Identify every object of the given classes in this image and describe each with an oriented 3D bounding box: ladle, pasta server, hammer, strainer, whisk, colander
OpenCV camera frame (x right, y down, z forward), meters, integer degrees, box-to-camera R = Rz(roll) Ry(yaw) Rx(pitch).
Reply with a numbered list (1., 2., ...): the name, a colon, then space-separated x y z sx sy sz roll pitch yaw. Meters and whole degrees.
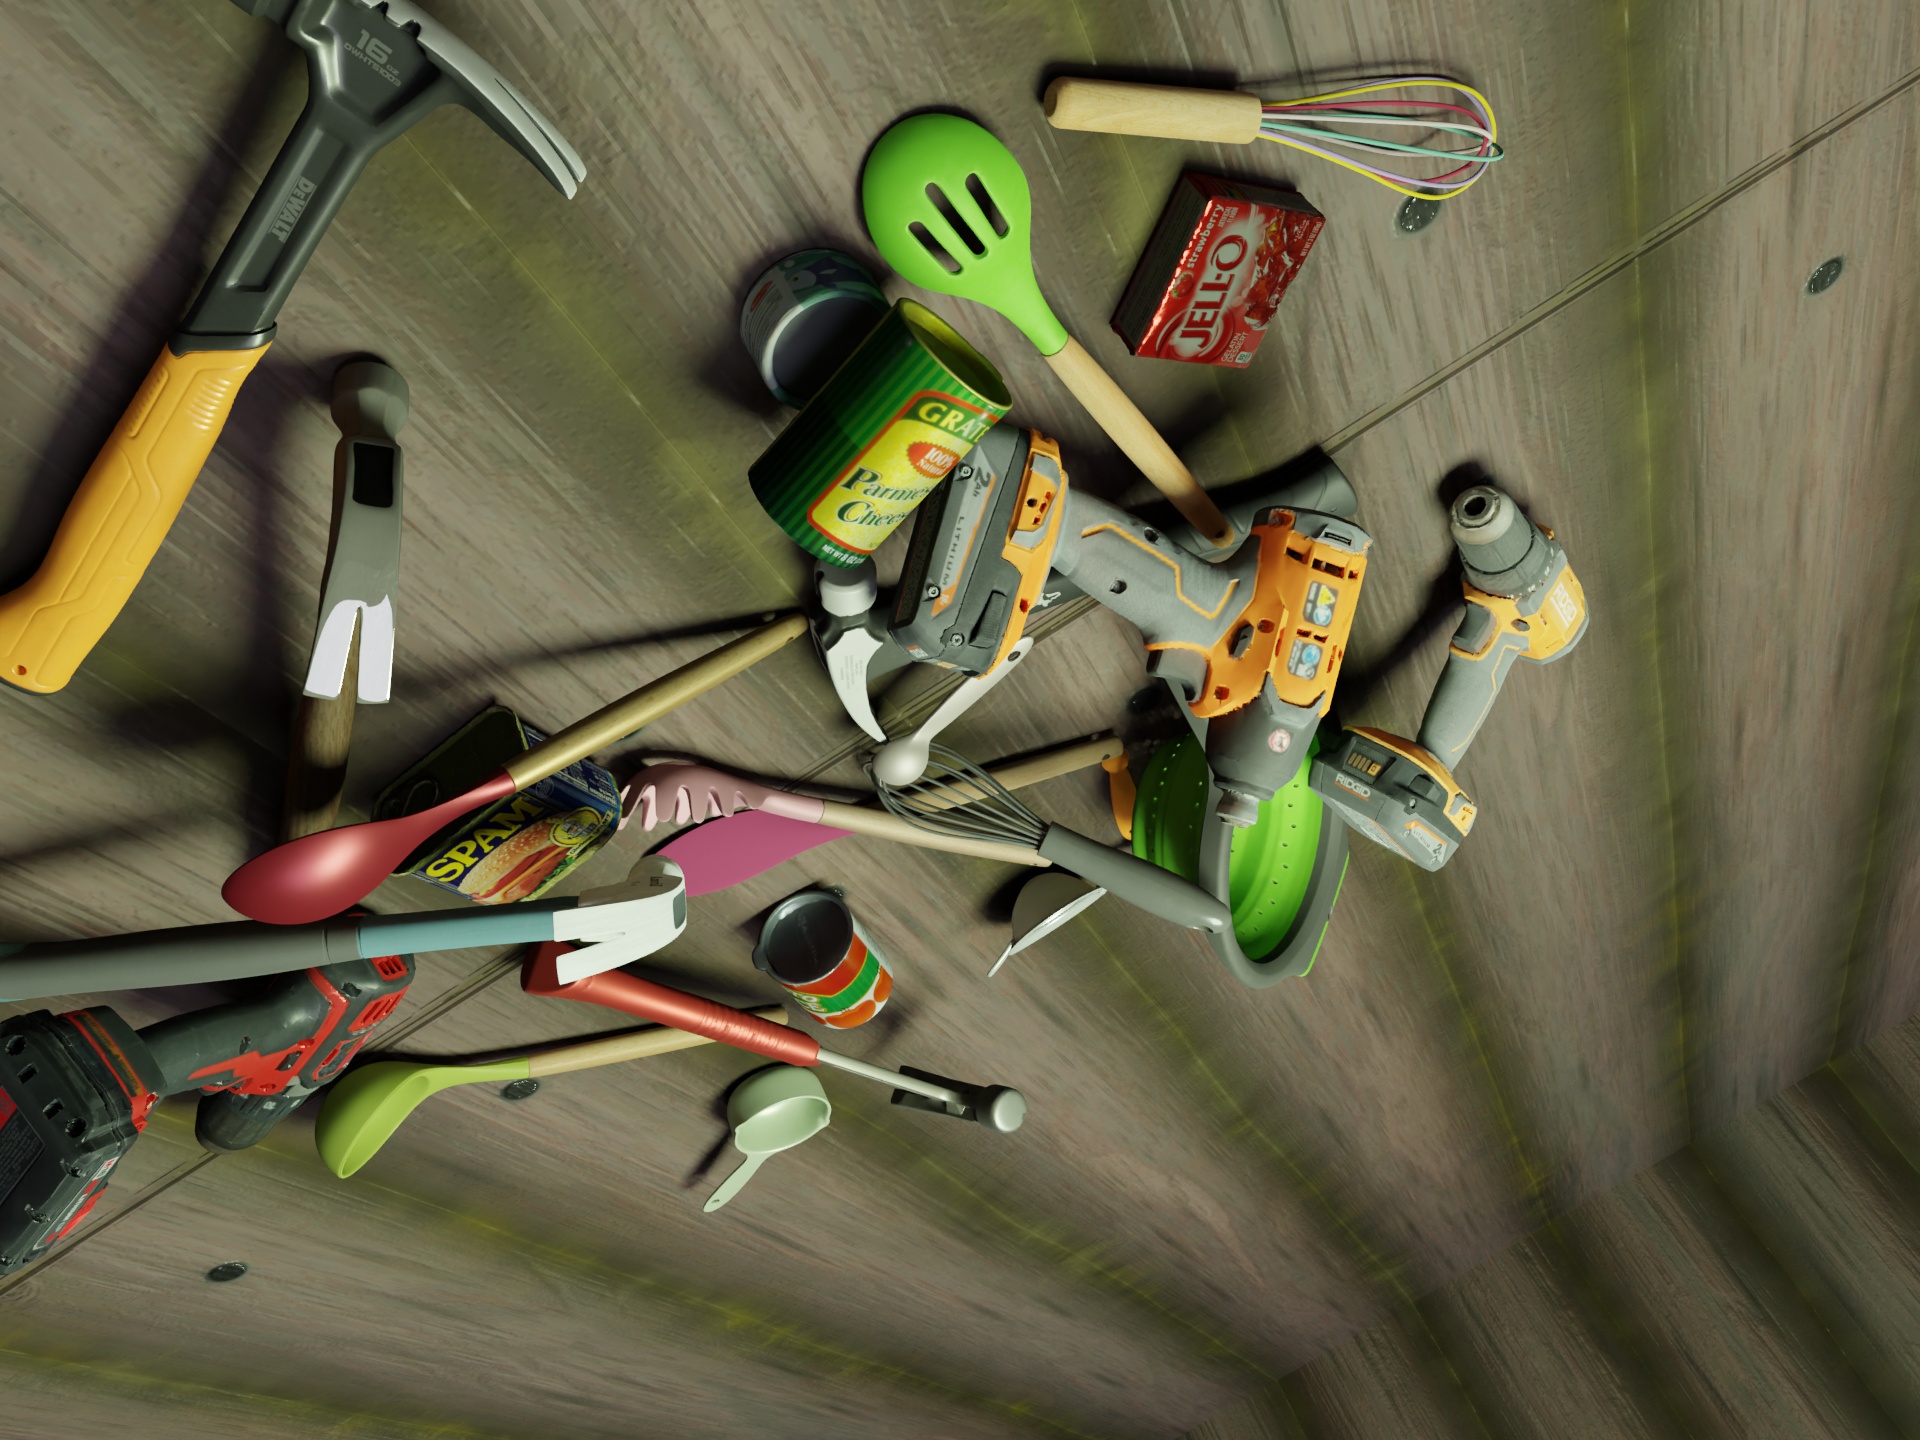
1. ladle: -0.257 0.234 1.048 0.320 0.062 0.078 -6 145 -31
2. pasta server: -0.065 0.067 0.962 0.316 0.040 0.060 14 163 -37
3. hammer: -0.130 0.213 1.066 0.358 0.037 0.149 26 162 -33
4. strainer: 0.125 0.106 1.146 0.258 0.050 0.086 -25 166 -8
5. hammer: -0.282 -0.123 0.602 0.127 0.034 0.337 33 118 -24
6. hammer: -0.297 0.104 0.754 0.331 0.128 0.033 -5 97 -10
7. whisk: 0.150 -0.268 0.724 0.245 0.051 0.047 -5 143 -24
8. colander: 0.145 0.024 1.002 0.396 0.094 0.205 54 54 -46
9. whisk: 0.051 0.073 0.953 0.239 0.055 0.055 24 132 4
10. ladle: -0.197 0.016 0.769 0.315 0.031 0.069 -32 165 -33
11. hammer: 0.077 -0.082 0.899 0.334 0.035 0.146 -19 147 -15
12. hammer: -0.289 0.003 0.723 0.031 0.130 0.331 6 141 -25

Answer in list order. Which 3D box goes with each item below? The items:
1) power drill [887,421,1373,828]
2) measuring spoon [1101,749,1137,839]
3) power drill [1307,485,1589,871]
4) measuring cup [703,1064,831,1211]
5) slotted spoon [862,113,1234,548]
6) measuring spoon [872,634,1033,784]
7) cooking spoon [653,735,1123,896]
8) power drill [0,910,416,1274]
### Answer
1. power drill: 0.084 -0.047 0.793 0.226 0.084 0.164 16 86 -13
2. measuring spoon: 0.116 0.056 1.109 0.021 0.011 0.116 -26 144 -4
3. power drill: 0.320 -0.031 1.037 0.226 0.084 0.185 -58 141 -2
4. measuring cup: -0.163 0.322 1.228 0.083 0.038 0.167 8 132 -39
5. slotted spoon: 0.060 -0.168 0.767 0.070 0.031 0.313 -37 137 14
6. measuring spoon: -0.001 -0.003 0.897 0.124 0.018 0.034 -43 144 20
7. cooking spoon: -0.042 0.057 1.004 0.319 0.017 0.068 -16 141 -16
8. power drill: -0.410 0.195 0.829 0.188 0.080 0.226 -46 170 23
